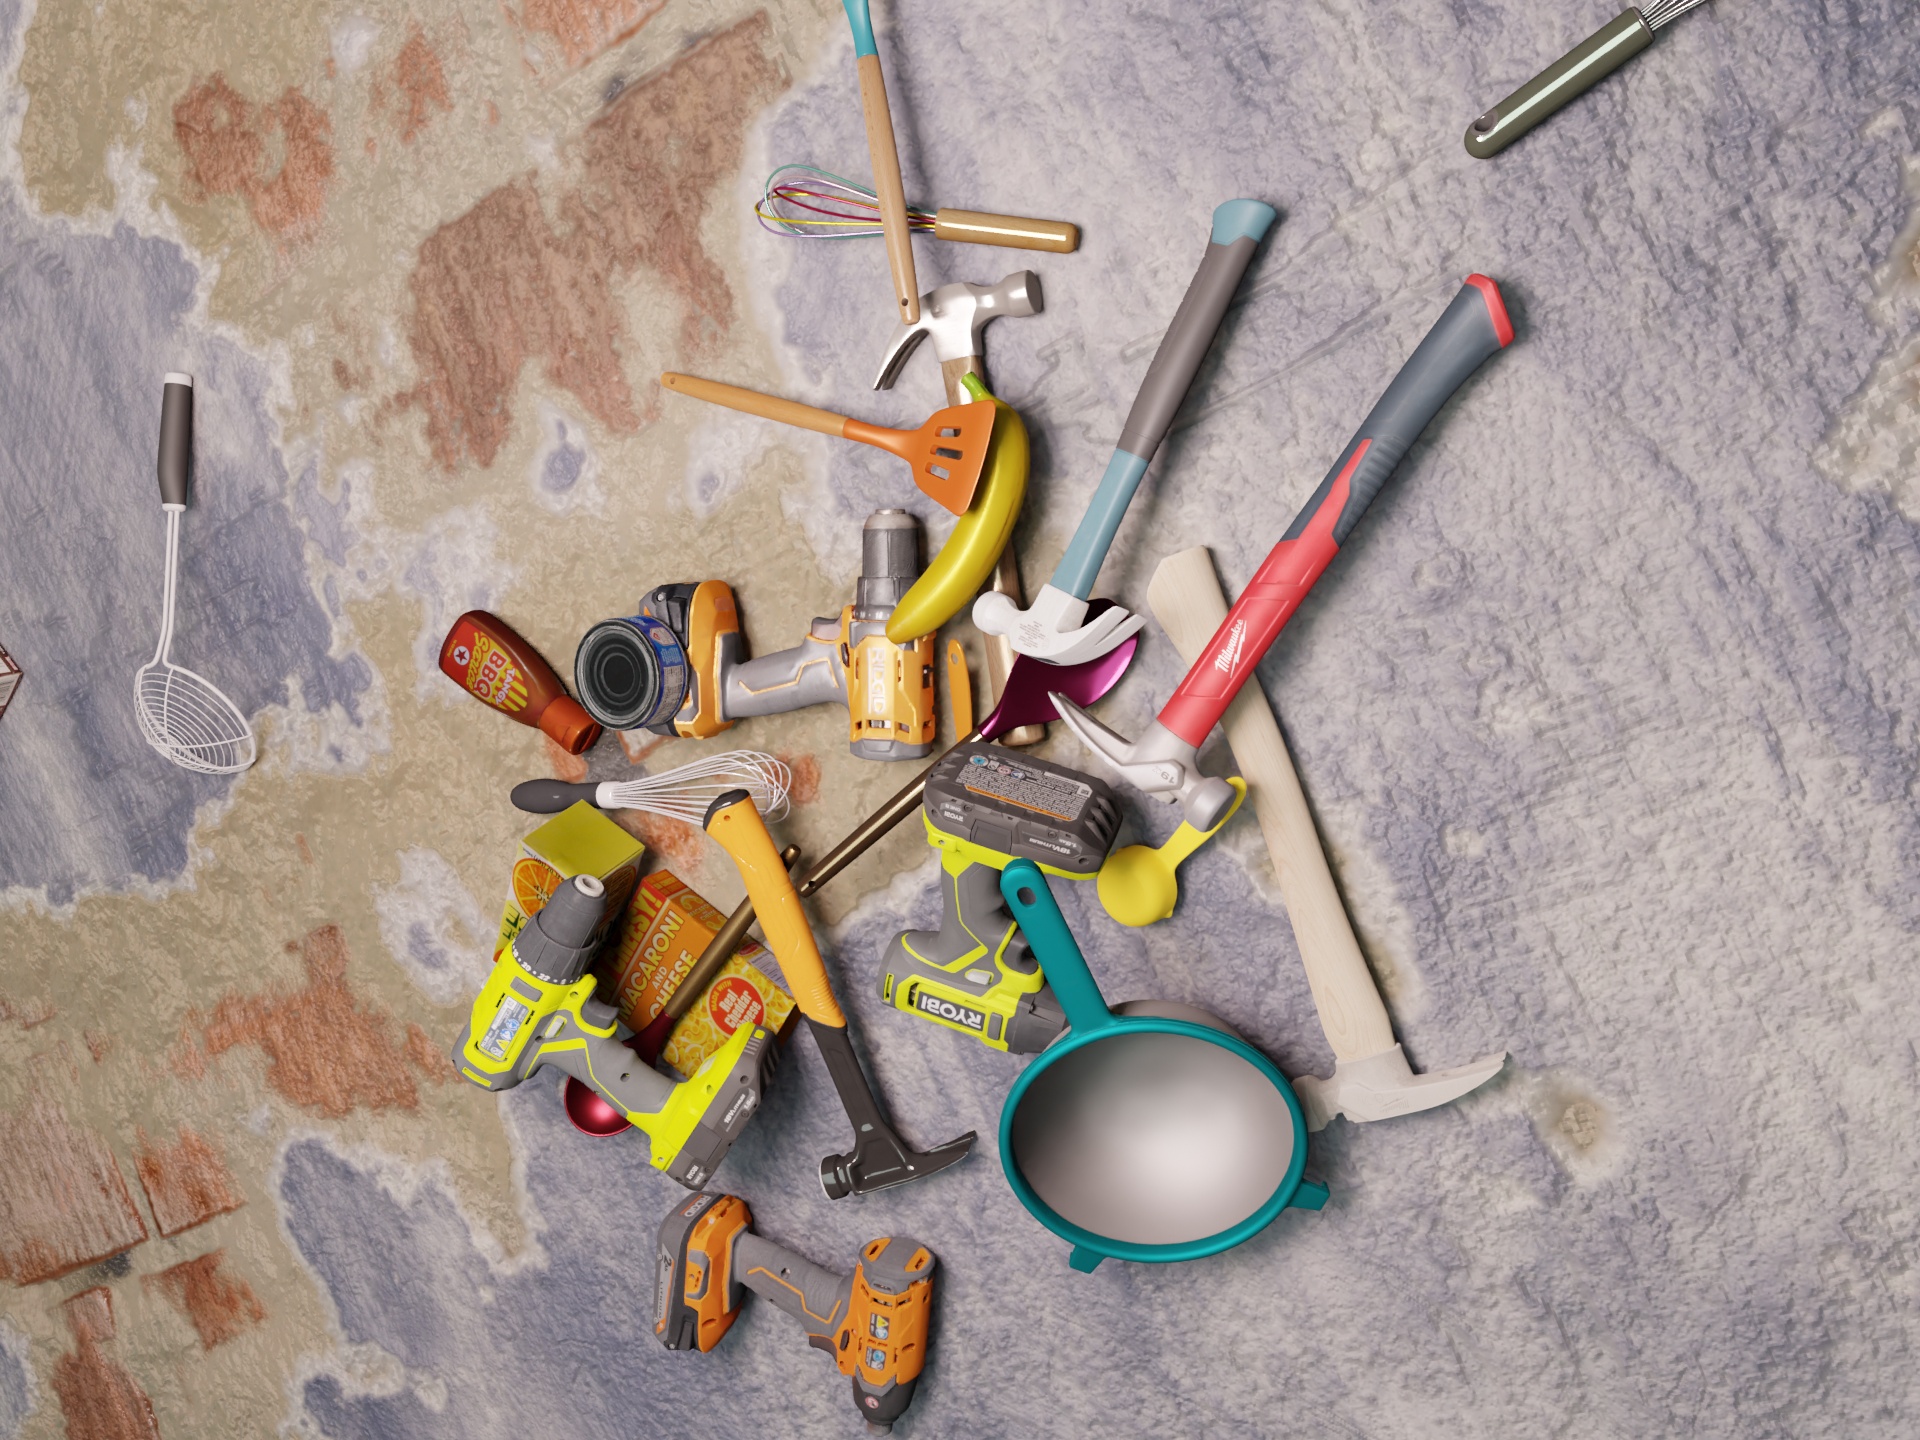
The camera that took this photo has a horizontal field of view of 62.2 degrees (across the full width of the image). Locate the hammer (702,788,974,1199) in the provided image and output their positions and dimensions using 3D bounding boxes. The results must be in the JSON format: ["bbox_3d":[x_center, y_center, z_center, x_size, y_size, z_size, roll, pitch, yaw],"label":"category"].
[{"bbox_3d":[-0.106,0.206,1.219,0.127,0.034,0.336,-20,100,14],"label":"hammer"}]

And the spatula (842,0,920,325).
[{"bbox_3d":[-0.054,-0.431,1.104,0.082,0.044,0.317,-9,90,22],"label":"spatula"}]

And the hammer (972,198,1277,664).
[{"bbox_3d":[0.119,-0.189,1.058,0.128,0.033,0.331,33,101,46],"label":"hammer"}]

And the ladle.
[{"bbox_3d":[-0.219,0.215,1.270,0.069,0.031,0.315,37,109,-2],"label":"ladle"}]

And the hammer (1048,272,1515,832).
[{"bbox_3d":[0.214,-0.122,1.031,0.143,0.038,0.386,38,103,19],"label":"hammer"}]

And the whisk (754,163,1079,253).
[{"bbox_3d":[-0.034,-0.358,1.129,0.245,0.047,0.051,12,102,17],"label":"whisk"}]

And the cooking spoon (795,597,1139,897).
[{"bbox_3d":[-0.002,0.026,1.146,0.319,0.017,0.068,-41,106,13],"label":"cooking spoon"}]

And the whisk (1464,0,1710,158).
[{"bbox_3d":[0.405,-0.410,0.925,0.246,0.059,0.058,-33,49,29],"label":"whisk"}]

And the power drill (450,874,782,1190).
[{"bbox_3d":[-0.258,0.241,1.229,0.228,0.080,0.190,32,108,-3],"label":"power drill"}]

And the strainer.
[{"bbox_3d":[0.108,0.219,1.100,0.211,0.095,0.340,-21,111,15],"label":"strainer"}]

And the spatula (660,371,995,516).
[{"bbox_3d":[-0.105,-0.219,1.154,0.323,0.041,0.081,20,97,31],"label":"spatula"}]

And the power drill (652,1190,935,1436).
[{"bbox_3d":[-0.134,0.486,1.297,0.226,0.084,0.164,9,103,18],"label":"power drill"}]

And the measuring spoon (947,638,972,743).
[{"bbox_3d":[-0.002,-0.004,1.176,0.021,0.011,0.116,17,119,46],"label":"measuring spoon"}]

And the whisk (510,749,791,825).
[{"bbox_3d":[-0.259,0.061,1.292,0.285,0.070,0.070,-3,98,29],"label":"whisk"}]

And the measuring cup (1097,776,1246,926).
[{"bbox_3d":[0.146,0.090,1.106,0.062,0.029,0.156,52,133,17],"label":"measuring cup"}]

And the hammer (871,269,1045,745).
[{"bbox_3d":[0.016,-0.145,1.146,0.130,0.031,0.331,-6,97,24],"label":"hammer"}]

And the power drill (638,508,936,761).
[{"bbox_3d":[-0.126,-0.067,1.199,0.226,0.084,0.185,3,98,19],"label":"power drill"}]

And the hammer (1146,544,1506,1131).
[{"bbox_3d":[0.233,0.073,1.087,0.146,0.038,0.410,-21,90,24],"label":"hammer"}]

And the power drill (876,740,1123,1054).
[{"bbox_3d":[0.036,0.139,1.140,0.171,0.080,0.223,17,124,12],"label":"power drill"}]

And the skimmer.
[{"bbox_3d":[-0.703,-0.132,1.467,0.127,0.090,0.363,2,90,26],"label":"skimmer"}]
